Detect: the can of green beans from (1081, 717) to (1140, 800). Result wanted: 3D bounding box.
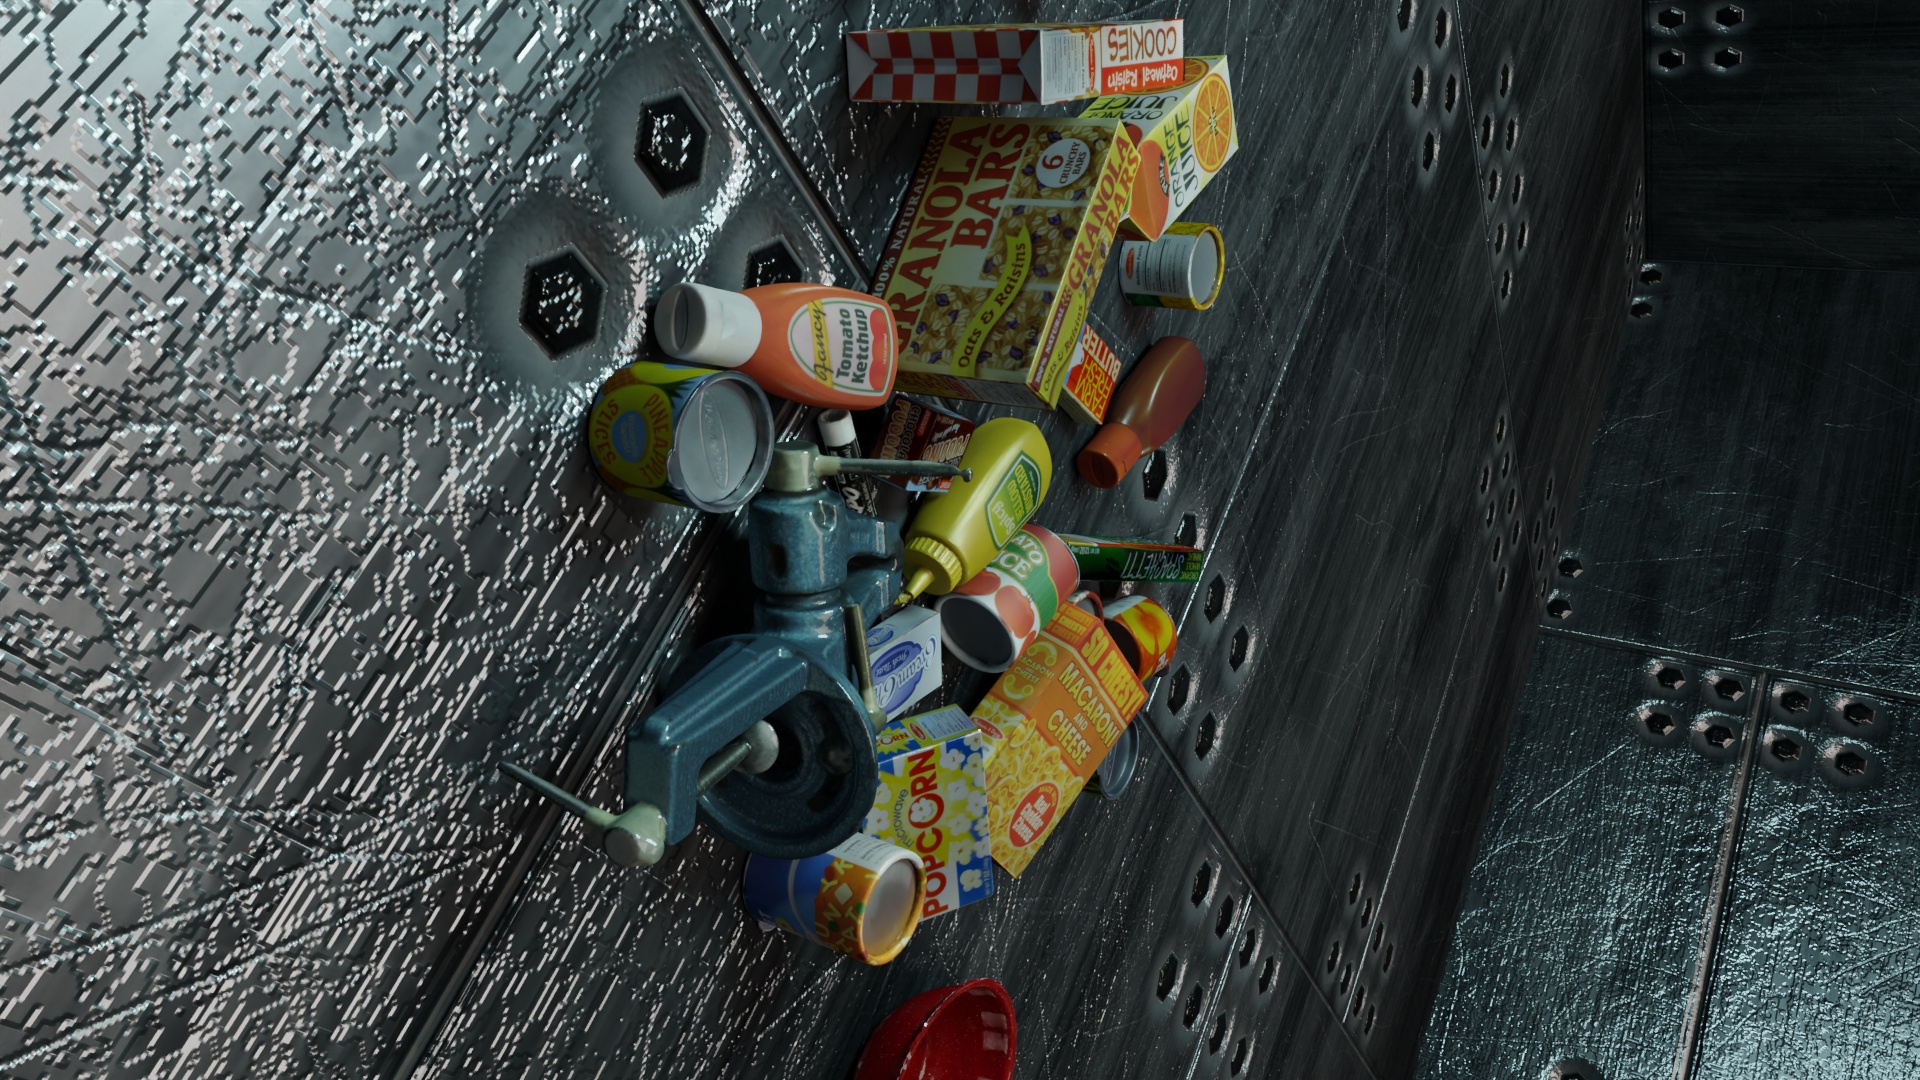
[{"bbox_3d":[0.098,0.160,1.066,0.071,0.058,0.071,-24,119,-53],"label":"can of green beans"}]

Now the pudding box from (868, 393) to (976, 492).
[{"bbox_3d":[-0.023,-0.055,0.816,0.049,0.030,0.084,-67,166,6],"label":"pudding box"}]

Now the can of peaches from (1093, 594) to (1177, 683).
[{"bbox_3d":[0.128,0.083,1.081,0.058,0.071,0.071,-21,116,-53],"label":"can of peaches"}]

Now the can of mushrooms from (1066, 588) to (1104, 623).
[{"bbox_3d":[0.079,0.065,1.033,0.071,0.033,0.070,-21,116,-53],"label":"can of mushrooms"}]

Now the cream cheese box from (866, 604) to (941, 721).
[{"bbox_3d":[-0.050,0.083,0.846,0.104,0.024,0.053,-30,125,-50],"label":"cream cheese box"}]

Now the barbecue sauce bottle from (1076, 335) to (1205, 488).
[{"bbox_3d":[0.140,-0.096,1.074,0.149,0.043,0.064,-49,137,-38],"label":"barbecue sauce bottle"}]

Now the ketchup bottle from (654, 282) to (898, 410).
[{"bbox_3d":[-0.091,-0.103,0.710,0.149,0.043,0.064,0,92,-57],"label":"ketchup bottle"}]

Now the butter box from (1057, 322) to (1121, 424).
[{"bbox_3d":[0.079,-0.126,0.986,0.103,0.024,0.053,35,70,-55],"label":"butter box"}]

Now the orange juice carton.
[{"bbox_3d":[0.121,-0.266,0.968,0.194,0.072,0.072,-50,137,-38],"label":"orange juice carton"}]

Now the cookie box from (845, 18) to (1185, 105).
[{"bbox_3d":[0.036,-0.271,0.784,0.168,0.123,0.040,-30,124,-51],"label":"cookie box"}]

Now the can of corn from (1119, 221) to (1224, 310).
[{"bbox_3d":[0.163,-0.211,1.062,0.071,0.058,0.071,-24,119,-53],"label":"can of corn"}]

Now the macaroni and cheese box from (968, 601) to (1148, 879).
[{"bbox_3d":[0.053,0.140,0.973,0.167,0.040,0.123,-52,141,-14],"label":"macaroni and cheese box"}]

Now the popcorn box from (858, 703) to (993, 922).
[{"bbox_3d":[-0.028,0.174,0.861,0.085,0.038,0.126,-14,114,-22],"label":"popcorn box"}]

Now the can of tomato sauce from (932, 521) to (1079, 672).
[{"bbox_3d":[0.029,0.035,0.917,0.083,0.071,0.071,-47,136,-40],"label":"can of tomato sauce"}]

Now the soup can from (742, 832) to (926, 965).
[{"bbox_3d":[-0.071,0.199,0.790,0.071,0.084,0.071,-24,120,-53],"label":"soup can"}]

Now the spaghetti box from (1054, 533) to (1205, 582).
[{"bbox_3d":[0.117,0.013,1.062,0.250,0.050,0.028,3,98,-58],"label":"spaghetti box"}]

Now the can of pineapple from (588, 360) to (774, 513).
[{"bbox_3d":[-0.131,-0.049,0.648,0.071,0.058,0.070,-22,117,-53],"label":"can of pineapple"}]

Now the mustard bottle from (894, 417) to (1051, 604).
[{"bbox_3d":[0.003,-0.011,0.878,0.161,0.049,0.065,-53,139,-35],"label":"mustard bottle"}]

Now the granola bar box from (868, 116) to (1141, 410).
[{"bbox_3d":[0.019,-0.160,0.788,0.039,0.124,0.166,41,65,-55],"label":"granola bar box"}]
